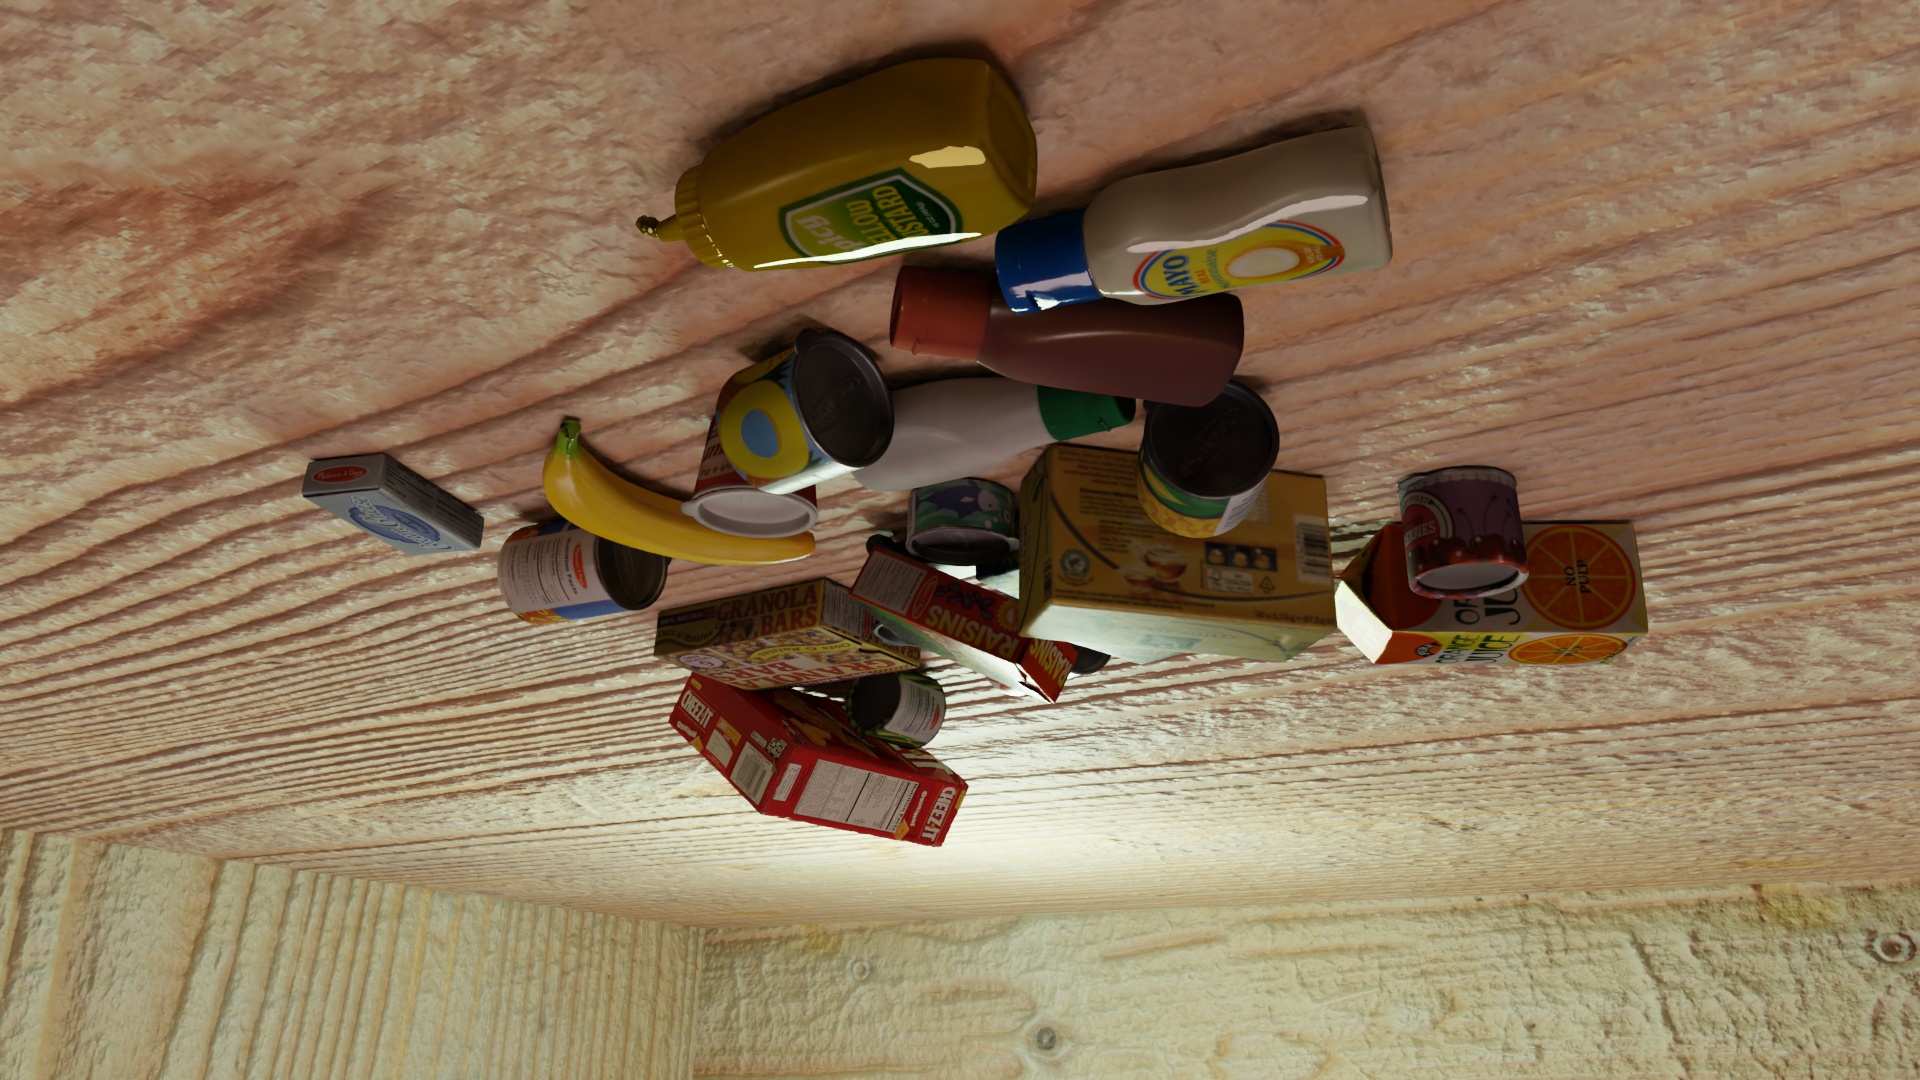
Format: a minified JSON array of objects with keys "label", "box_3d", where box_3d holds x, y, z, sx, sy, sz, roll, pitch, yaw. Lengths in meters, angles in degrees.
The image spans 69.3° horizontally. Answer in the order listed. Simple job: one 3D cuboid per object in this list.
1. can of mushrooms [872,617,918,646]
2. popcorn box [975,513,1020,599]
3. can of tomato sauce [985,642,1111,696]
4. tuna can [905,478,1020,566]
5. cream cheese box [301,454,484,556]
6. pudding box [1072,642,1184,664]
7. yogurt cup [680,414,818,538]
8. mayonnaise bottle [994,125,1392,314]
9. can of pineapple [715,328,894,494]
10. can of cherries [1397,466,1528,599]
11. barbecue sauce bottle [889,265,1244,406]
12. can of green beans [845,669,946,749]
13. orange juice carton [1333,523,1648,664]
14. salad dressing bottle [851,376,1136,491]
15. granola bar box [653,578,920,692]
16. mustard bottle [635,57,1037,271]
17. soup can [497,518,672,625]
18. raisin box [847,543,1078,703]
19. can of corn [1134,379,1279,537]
[{"label":"can of mushrooms","box_3d":[-0.031,0.052,1.002,0.071,0.033,0.070,1,159,0]},{"label":"popcorn box","box_3d":[0.080,0.017,0.895,0.085,0.038,0.126,-15,153,36]},{"label":"can of tomato sauce","box_3d":[0.059,0.073,1.003,0.071,0.071,0.083,14,156,-29]},{"label":"tuna can","box_3d":[0.003,-0.010,0.837,0.071,0.033,0.071,1,159,1]},{"label":"cream cheese box","box_3d":[-0.343,-0.020,0.848,0.053,0.024,0.103,-4,158,15]},{"label":"pudding box","box_3d":[0.108,0.053,0.889,0.084,0.030,0.049,19,151,-40]},{"label":"yogurt cup","box_3d":[-0.109,-0.037,0.745,0.072,0.054,0.072,1,159,1]},{"label":"mayonnaise bottle","box_3d":[0.088,-0.118,0.540,0.148,0.041,0.064,-8,159,21]},{"label":"can of pineapple","box_3d":[-0.075,-0.062,0.668,0.057,0.071,0.071,-16,152,38]},{"label":"can of cherries","box_3d":[0.287,-0.003,0.801,0.071,0.058,0.071,1,159,0]},{"label":"barbecue sauce bottle","box_3d":[0.045,-0.092,0.610,0.149,0.044,0.064,6,159,-11]},{"label":"can of green beans","box_3d":[-0.055,0.141,1.186,0.071,0.071,0.058,-14,153,35]},{"label":"orange juice carton","box_3d":[0.319,0.035,0.878,0.193,0.073,0.071,0,159,5]},{"label":"salad dressing bottle","box_3d":[0.013,-0.060,0.695,0.147,0.044,0.064,-11,154,26]},{"label":"granola bar box","box_3d":[-0.132,0.077,1.065,0.165,0.039,0.124,-12,155,32]},{"label":"mustard bottle","box_3d":[-0.053,-0.129,0.512,0.160,0.049,0.065,-9,155,25]},{"label":"soup can","box_3d":[-0.237,0.017,0.880,0.083,0.071,0.071,-10,156,28]},{"label":"raisin box","box_3d":[0.003,0.053,0.862,0.123,0.040,0.086,21,166,26]},{"label":"can of corn","box_3d":[0.121,-0.043,0.704,0.071,0.071,0.058,1,159,1]}]
